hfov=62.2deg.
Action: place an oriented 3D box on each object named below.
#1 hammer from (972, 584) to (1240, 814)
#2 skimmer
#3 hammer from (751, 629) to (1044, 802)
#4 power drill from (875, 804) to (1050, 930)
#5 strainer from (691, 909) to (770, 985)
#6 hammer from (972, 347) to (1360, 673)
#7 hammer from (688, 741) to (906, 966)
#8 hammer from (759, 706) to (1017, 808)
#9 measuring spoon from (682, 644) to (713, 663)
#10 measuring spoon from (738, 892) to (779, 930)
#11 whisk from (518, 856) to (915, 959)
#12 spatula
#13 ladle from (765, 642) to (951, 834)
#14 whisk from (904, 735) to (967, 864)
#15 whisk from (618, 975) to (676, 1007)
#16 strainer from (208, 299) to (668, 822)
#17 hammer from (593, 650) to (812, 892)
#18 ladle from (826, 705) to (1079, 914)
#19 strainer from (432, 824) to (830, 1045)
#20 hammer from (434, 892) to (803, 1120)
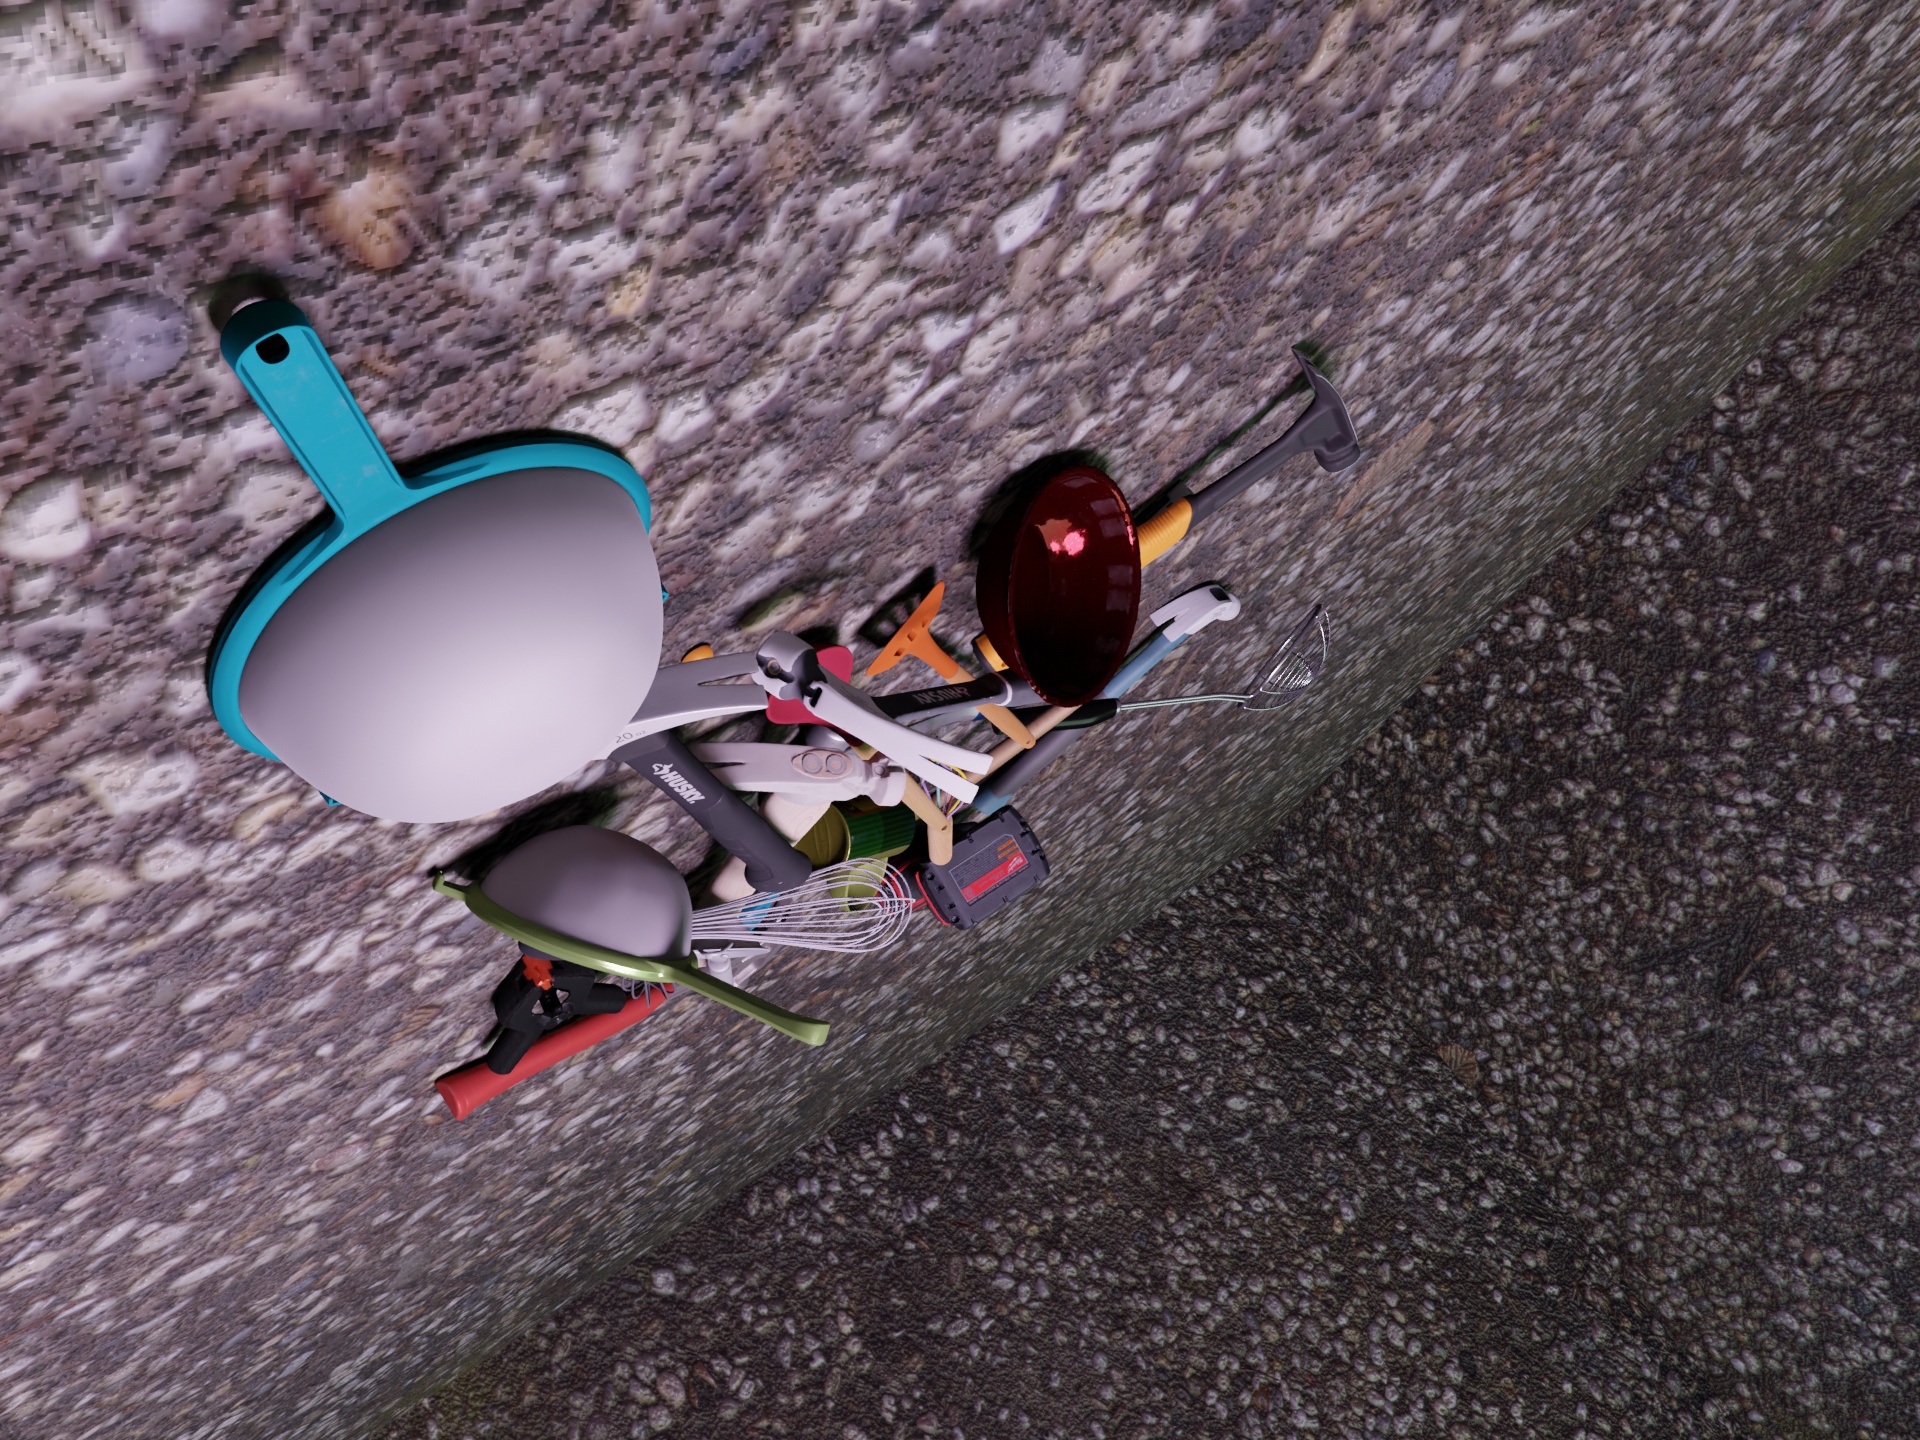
[{"bbox_3d":[0.139,-0.018,1.597,0.331,0.033,0.128,-43,165,18],"label":"hammer"},{"bbox_3d":[0.193,-0.045,1.513,0.363,0.090,0.127,-7,157,-20],"label":"skimmer"},{"bbox_3d":[0.022,-0.019,1.076,0.036,0.149,0.409,-63,161,16],"label":"hammer"},{"bbox_3d":[0.000,0.142,1.576,0.143,0.078,0.220,-32,-175,-17],"label":"power drill"},{"bbox_3d":[-0.199,0.193,1.296,0.087,0.050,0.258,0,160,-7],"label":"strainer"},{"bbox_3d":[0.149,-0.145,1.214,0.337,0.034,0.127,-35,145,7],"label":"hammer"},{"bbox_3d":[-0.174,0.115,1.219,0.146,0.038,0.410,4,153,-21],"label":"hammer"},{"bbox_3d":[-0.002,-0.004,1.316,0.405,0.035,0.144,-21,157,-46],"label":"hammer"},{"bbox_3d":[-0.176,-0.006,0.965,0.021,0.011,0.117,-21,158,-46],"label":"measuring spoon"},{"bbox_3d":[-0.166,0.141,1.419,0.128,0.021,0.042,-49,163,6],"label":"measuring spoon"},{"bbox_3d":[-0.174,0.145,1.146,0.284,0.070,0.070,-6,159,-5],"label":"whisk"},{"bbox_3d":[0.006,-0.025,1.195,0.081,0.041,0.322,-51,152,0],"label":"spatula"},{"bbox_3d":[-0.062,0.022,1.136,0.069,0.031,0.315,-40,149,-1],"label":"ladle"},{"bbox_3d":[-0.021,0.074,1.331,0.047,0.051,0.244,-13,158,-5],"label":"whisk"},{"bbox_3d":[-0.252,0.170,1.242,0.055,0.055,0.238,-32,159,-19],"label":"whisk"},{"bbox_3d":[-0.205,-0.041,0.643,0.211,0.095,0.340,-34,166,-13],"label":"strainer"},{"bbox_3d":[-0.150,0.049,0.982,0.146,0.035,0.334,-20,157,4],"label":"hammer"},{"bbox_3d":[0.001,0.070,1.434,0.320,0.062,0.078,-37,169,21],"label":"ladle"},{"bbox_3d":[-0.180,0.120,0.964,0.151,0.256,0.069,20,89,-65],"label":"strainer"},{"bbox_3d":[-0.297,0.256,1.409,0.359,0.037,0.149,-21,158,-47],"label":"hammer"}]
